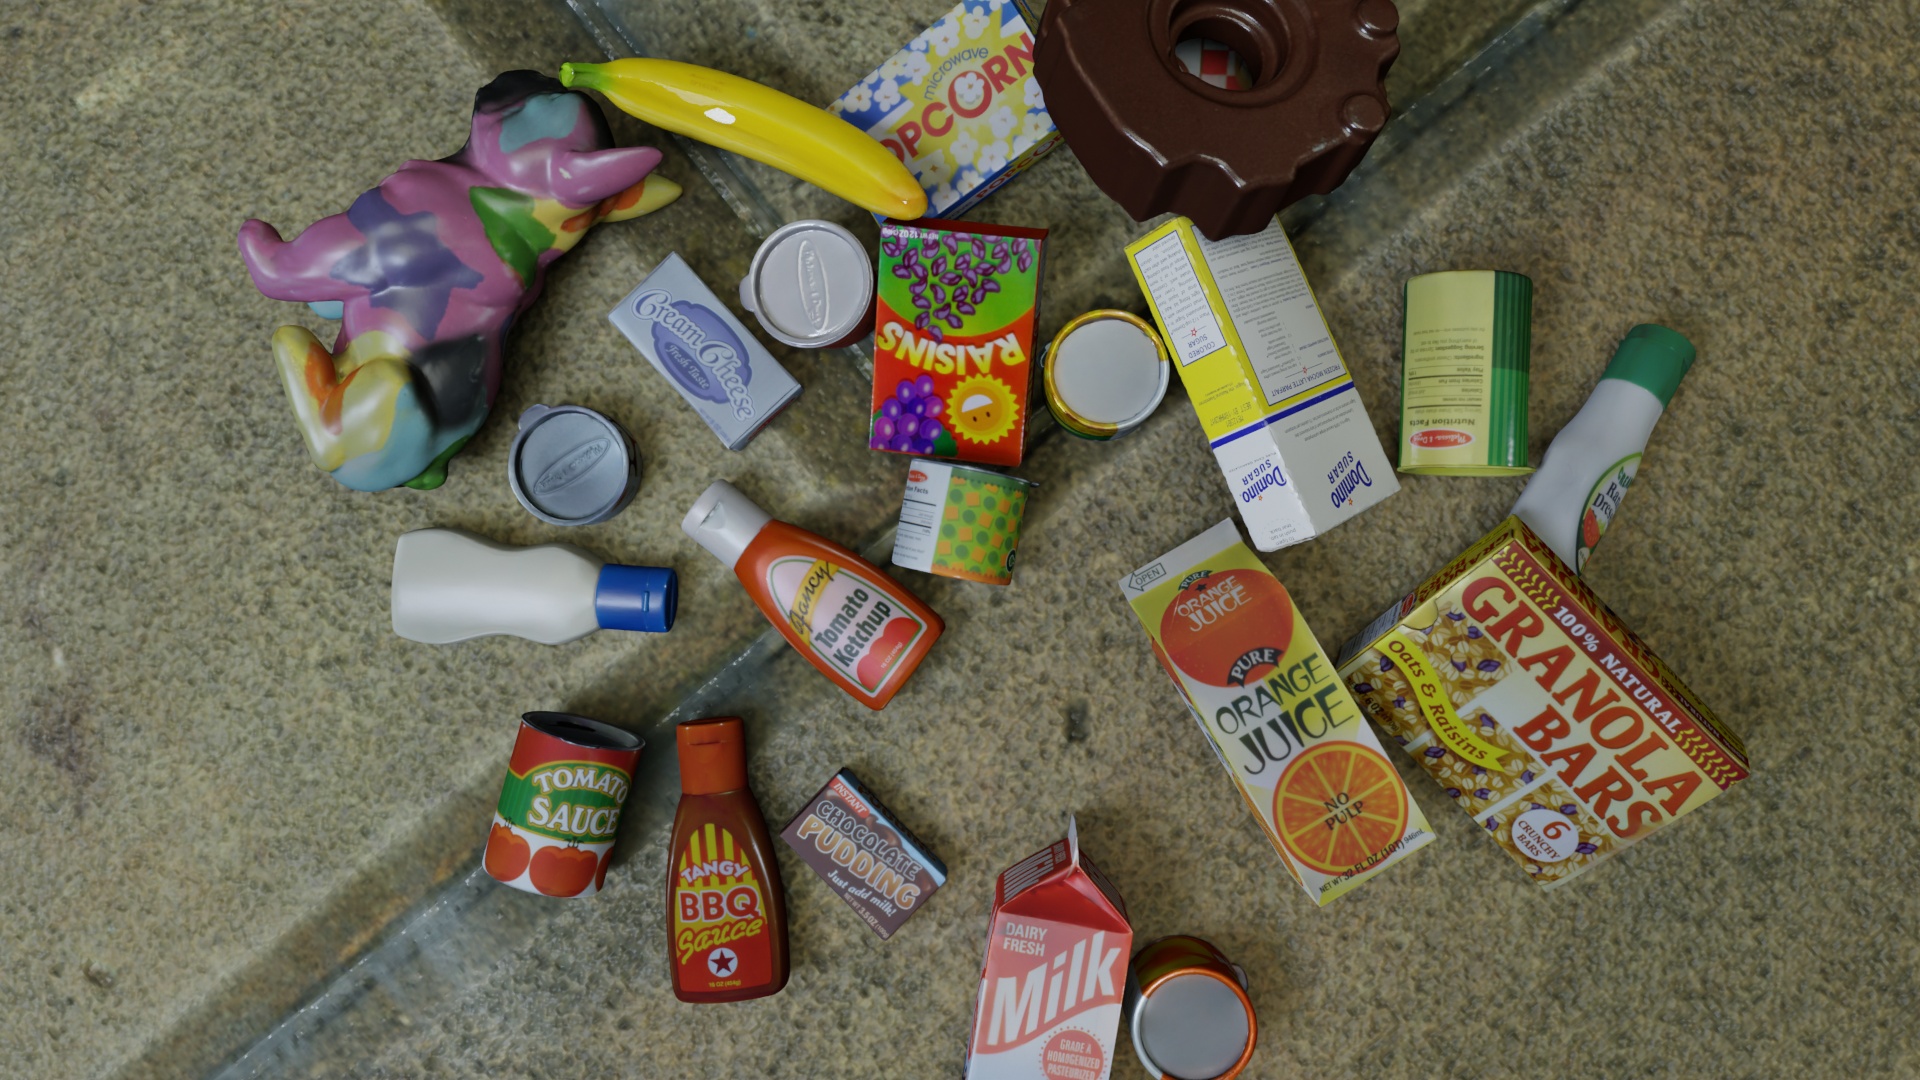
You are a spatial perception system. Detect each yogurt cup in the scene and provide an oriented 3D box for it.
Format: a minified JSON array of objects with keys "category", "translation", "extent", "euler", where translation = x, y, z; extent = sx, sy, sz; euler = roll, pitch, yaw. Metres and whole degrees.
[{"category":"yogurt cup","translation":[-0.074,-0.134,0.751],"extent":[0.072,0.054,0.072],"euler":[0,89,11]}]

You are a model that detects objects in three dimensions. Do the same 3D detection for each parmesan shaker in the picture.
[{"category":"parmesan shaker","translation":[0.272,-0.087,0.740],"extent":[0.071,0.071,0.103],"euler":[3,89,1]}]

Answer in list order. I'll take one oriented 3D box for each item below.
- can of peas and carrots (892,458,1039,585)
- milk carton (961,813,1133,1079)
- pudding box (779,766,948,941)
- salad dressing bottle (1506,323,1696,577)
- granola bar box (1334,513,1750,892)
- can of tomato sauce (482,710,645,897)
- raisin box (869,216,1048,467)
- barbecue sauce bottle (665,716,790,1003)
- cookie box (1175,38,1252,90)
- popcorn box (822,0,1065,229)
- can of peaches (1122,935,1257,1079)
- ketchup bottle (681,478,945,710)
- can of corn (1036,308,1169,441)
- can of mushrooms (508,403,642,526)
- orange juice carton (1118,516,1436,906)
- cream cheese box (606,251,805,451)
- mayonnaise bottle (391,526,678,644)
[{"category":"can of peas and carrots","translation":[0.003,-0.009,0.746],"extent":[0.071,0.071,0.058],"euler":[11,90,1]},{"category":"milk carton","translation":[0.045,0.245,0.737],"extent":[0.073,0.072,0.190],"euler":[10,89,2]},{"category":"pudding box","translation":[-0.052,0.171,0.761],"extent":[0.049,0.030,0.084],"euler":[-45,89,-1]},{"category":"salad dressing bottle","translation":[0.342,-0.047,0.745],"extent":[0.044,0.064,0.148],"euler":[27,81,38]},{"category":"granola bar box","translation":[0.298,0.087,0.724],"extent":[0.165,0.039,0.123],"euler":[45,121,2]},{"category":"can of tomato sauce","translation":[-0.213,0.141,0.745],"extent":[0.071,0.071,0.083],"euler":[16,90,1]},{"category":"raisin box","translation":[-0.002,-0.106,0.739],"extent":[0.086,0.040,0.123],"euler":[6,111,5]},{"category":"barbecue sauce bottle","translation":[-0.130,0.172,0.756],"extent":[0.065,0.043,0.148],"euler":[-5,89,2]},{"category":"cookie box","translation":[0.142,-0.296,0.760],"extent":[0.167,0.040,0.123],"euler":[3,89,1]},{"category":"popcorn box","translation":[-0.004,-0.226,0.745],"extent":[0.126,0.038,0.085],"euler":[-32,87,19]},{"category":"can of peaches","translation":[0.124,0.251,0.743],"extent":[0.071,0.058,0.071],"euler":[0,89,2]},{"category":"ketchup bottle","translation":[-0.083,0.025,0.758],"extent":[0.149,0.043,0.064],"euler":[38,90,2]},{"category":"can of corn","translation":[0.075,-0.090,0.749],"extent":[0.071,0.058,0.071],"euler":[0,89,1]},{"category":"can of mushrooms","translation":[-0.213,-0.043,0.767],"extent":[0.071,0.033,0.071],"euler":[0,90,2]},{"category":"orange juice carton","translation":[0.163,0.086,0.737],"extent":[0.072,0.073,0.192],"euler":[-31,88,1]},{"category":"cream cheese box","translation":[-0.141,-0.104,0.771],"extent":[0.053,0.024,0.104],"euler":[-43,89,0]},{"category":"mayonnaise bottle","translation":[-0.232,0.028,0.763],"extent":[0.148,0.041,0.064],"euler":[4,91,0]}]
